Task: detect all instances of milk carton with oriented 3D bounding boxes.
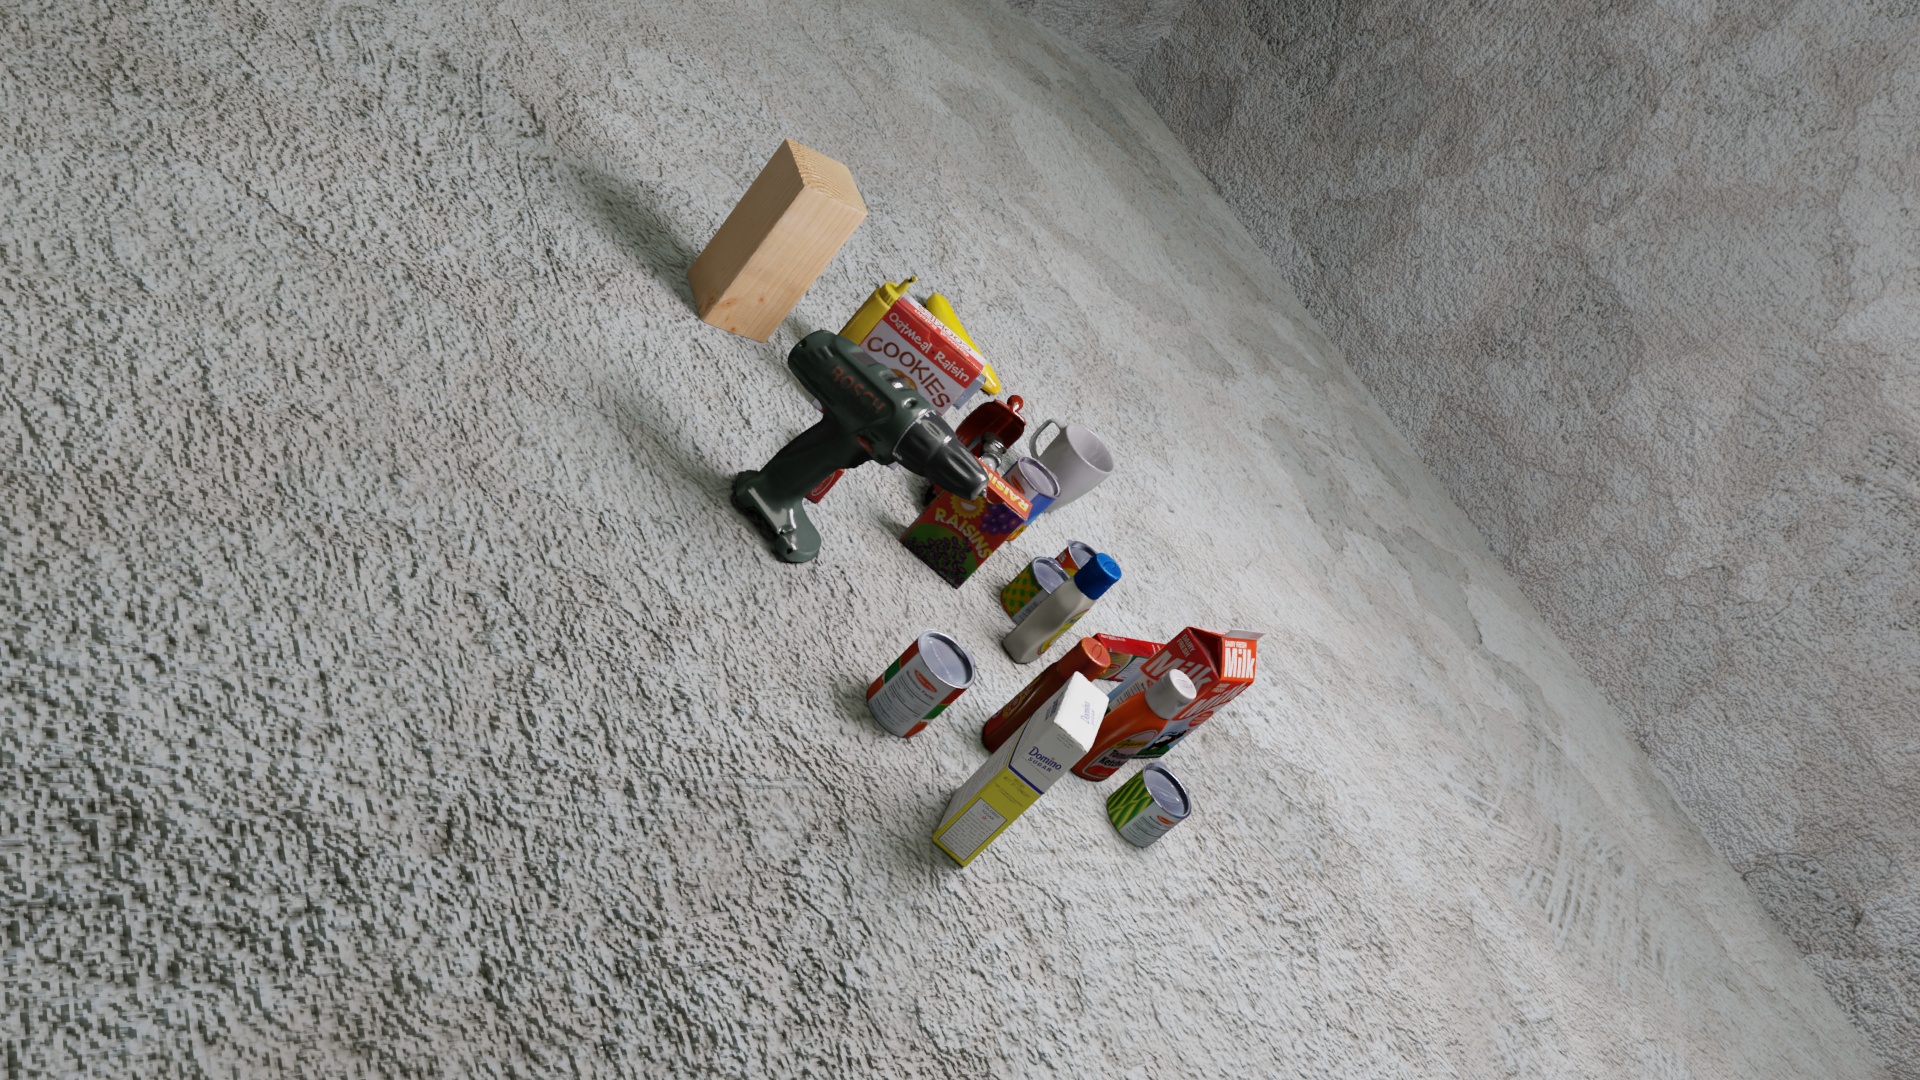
[{"bbox_3d":[0.245,0.154,1.504,0.072,0.189,0.074,8,45,-47],"label":"milk carton"}]

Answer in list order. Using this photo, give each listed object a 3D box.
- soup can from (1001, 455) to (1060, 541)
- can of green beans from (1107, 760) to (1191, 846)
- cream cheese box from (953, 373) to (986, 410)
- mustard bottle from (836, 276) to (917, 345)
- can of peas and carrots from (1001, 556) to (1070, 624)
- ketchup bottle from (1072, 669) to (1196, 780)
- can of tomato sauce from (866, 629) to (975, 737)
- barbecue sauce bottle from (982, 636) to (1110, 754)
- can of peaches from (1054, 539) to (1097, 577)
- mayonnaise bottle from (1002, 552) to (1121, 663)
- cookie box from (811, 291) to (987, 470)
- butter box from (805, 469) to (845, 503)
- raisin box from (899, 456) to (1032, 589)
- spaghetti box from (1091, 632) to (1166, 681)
[{"bbox_3d":[0.070,-0.050,1.662,0.071,0.083,0.072,32,31,-22],"label":"soup can"},{"bbox_3d":[0.193,0.271,1.422,0.071,0.057,0.071,32,31,-22],"label":"can of green beans"},{"bbox_3d":[-0.023,-0.221,1.801,0.104,0.053,0.024,38,29,-12],"label":"cream cheese box"},{"bbox_3d":[-0.102,-0.257,1.638,0.049,0.159,0.065,42,28,-4],"label":"mustard bottle"},{"bbox_3d":[0.088,0.059,1.566,0.071,0.058,0.071,32,31,-22],"label":"can of peas and carrots"},{"bbox_3d":[0.176,0.188,1.416,0.065,0.148,0.044,15,40,-42],"label":"ketchup bottle"},{"bbox_3d":[-0.036,0.133,1.286,0.071,0.082,0.071,32,31,-22],"label":"can of tomato sauce"},{"bbox_3d":[0.084,0.151,1.347,0.043,0.148,0.065,43,28,-2],"label":"barbecue sauce bottle"},{"bbox_3d":[0.134,0.042,1.649,0.071,0.058,0.071,32,31,-22],"label":"can of peaches"},{"bbox_3d":[0.111,0.072,1.486,0.041,0.147,0.065,52,29,15],"label":"mayonnaise bottle"},{"bbox_3d":[-0.070,-0.178,1.566,0.123,0.166,0.040,39,29,-9],"label":"cookie box"},{"bbox_3d":[-0.142,-0.090,1.476,0.024,0.053,0.104,33,31,-21],"label":"butter box"},{"bbox_3d":[0.005,-0.019,1.497,0.086,0.123,0.040,41,28,-6],"label":"raisin box"},{"bbox_3d":[0.229,0.146,1.640,0.250,0.050,0.029,12,42,-44],"label":"spaghetti box"}]
